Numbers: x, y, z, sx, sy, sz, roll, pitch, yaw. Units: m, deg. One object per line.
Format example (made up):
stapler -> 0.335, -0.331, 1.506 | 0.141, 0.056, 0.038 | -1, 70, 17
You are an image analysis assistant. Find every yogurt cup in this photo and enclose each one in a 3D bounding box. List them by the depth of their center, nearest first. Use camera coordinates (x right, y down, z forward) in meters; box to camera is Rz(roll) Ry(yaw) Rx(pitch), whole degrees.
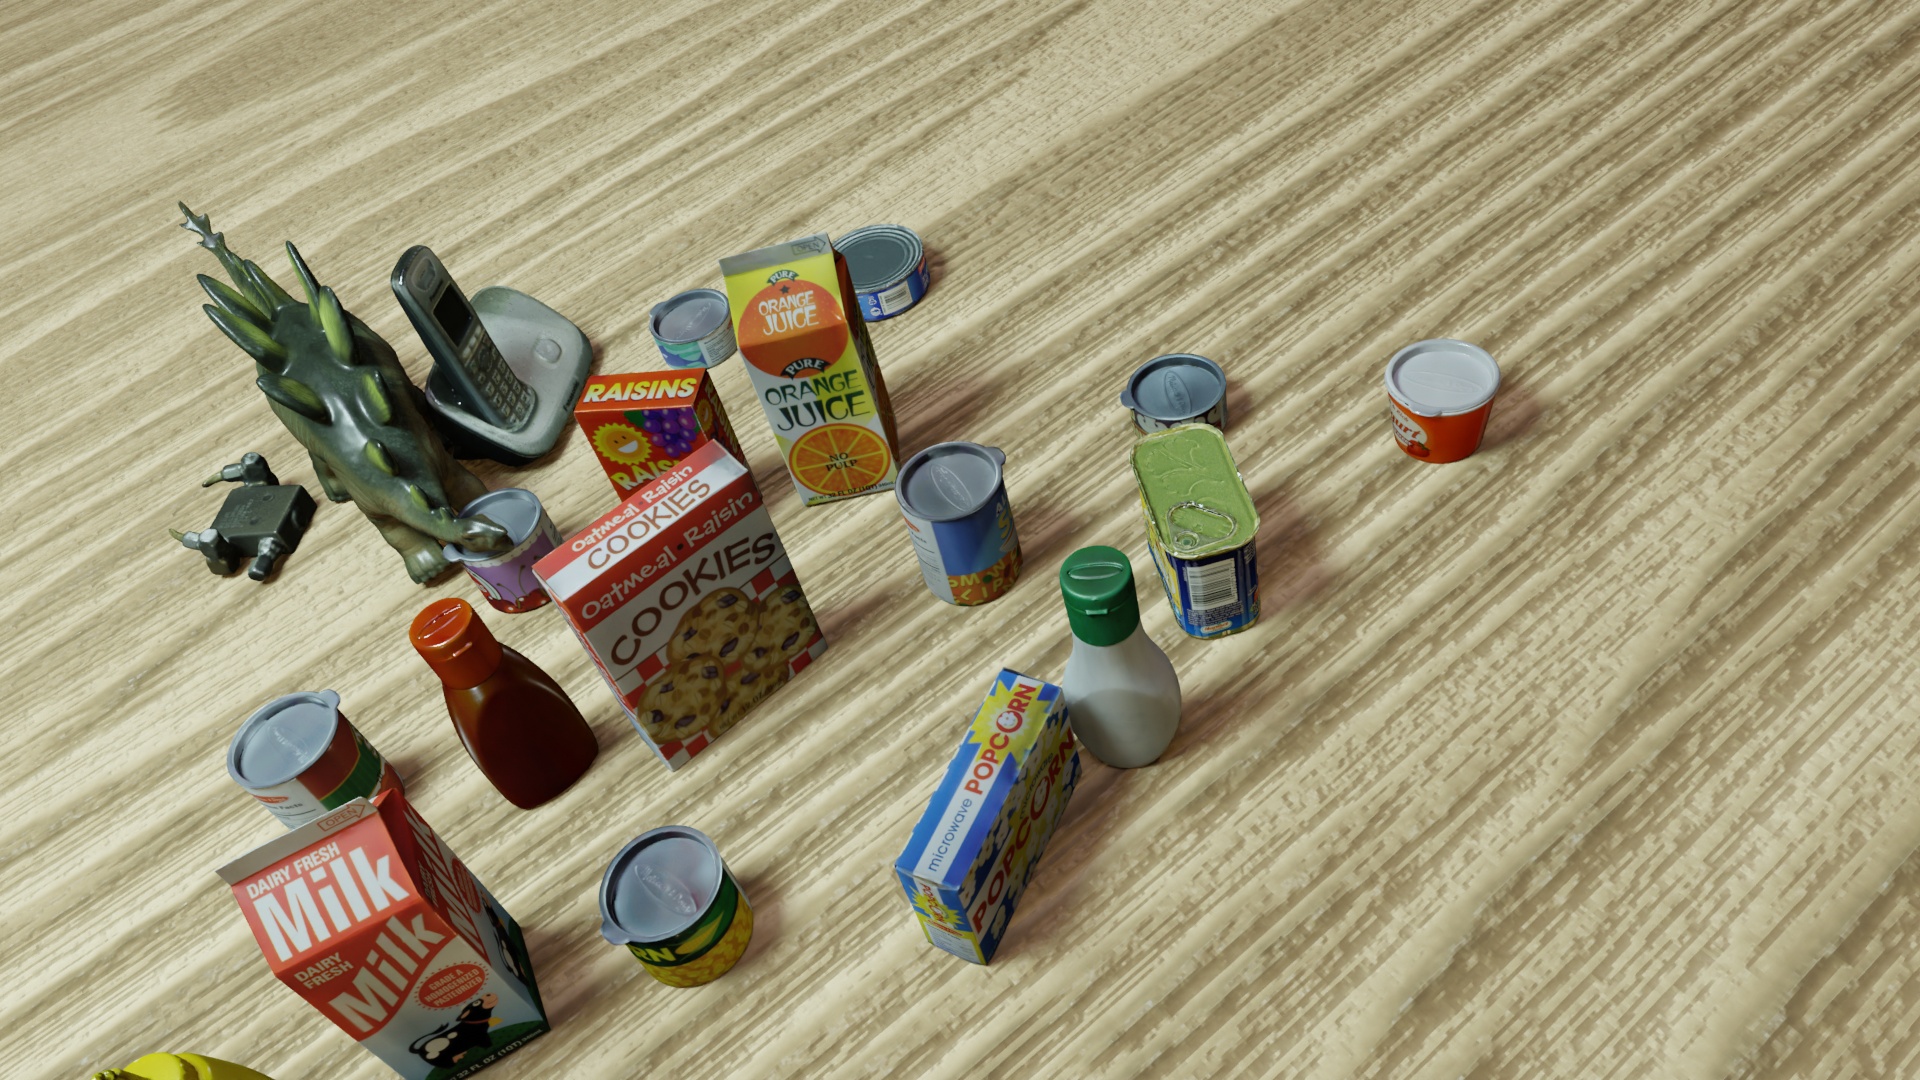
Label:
yogurt cup -> 0.302, -0.086, 0.873 | 0.072, 0.053, 0.073 | -8, 47, 8

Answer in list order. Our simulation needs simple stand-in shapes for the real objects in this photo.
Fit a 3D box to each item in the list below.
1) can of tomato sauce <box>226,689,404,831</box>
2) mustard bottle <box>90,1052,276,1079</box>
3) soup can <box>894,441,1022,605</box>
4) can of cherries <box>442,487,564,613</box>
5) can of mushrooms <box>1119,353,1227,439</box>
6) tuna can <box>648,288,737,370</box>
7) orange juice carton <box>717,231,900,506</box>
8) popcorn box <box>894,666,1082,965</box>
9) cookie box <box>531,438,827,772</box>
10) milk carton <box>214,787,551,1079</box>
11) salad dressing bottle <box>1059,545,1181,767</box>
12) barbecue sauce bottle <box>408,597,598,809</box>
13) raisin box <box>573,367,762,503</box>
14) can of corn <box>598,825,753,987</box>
can of tomato sauce -> -0.382, 0.139, 0.832 | 0.071, 0.082, 0.071 | -8, 47, 8
mustard bottle -> -0.350, 0.275, 0.648 | 0.049, 0.159, 0.065 | 28, 61, 34
soup can -> 0.003, -0.011, 0.865 | 0.071, 0.083, 0.072 | -8, 47, 8
can of cherries -> -0.308, 0.008, 0.948 | 0.071, 0.058, 0.072 | -8, 47, 8
can of mushrooms -> 0.144, -0.092, 0.936 | 0.071, 0.033, 0.071 | -8, 47, 8
tuna can -> -0.211, -0.167, 1.099 | 0.071, 0.032, 0.071 | -8, 47, 8
orange juice carton -> -0.096, -0.117, 0.913 | 0.072, 0.191, 0.073 | -12, 47, 5
popcorn box -> 0.018, 0.143, 0.721 | 0.038, 0.084, 0.127 | 14, 53, 26
cookie box -> -0.156, 0.040, 0.804 | 0.123, 0.166, 0.040 | -38, 50, -19
milk carton -> -0.280, 0.191, 0.684 | 0.072, 0.189, 0.074 | -28, 48, -10
salad dressing bottle -> 0.081, 0.063, 0.733 | 0.064, 0.147, 0.044 | -4, 48, 12
barbecue sauce bottle -> -0.264, 0.092, 0.798 | 0.065, 0.147, 0.044 | -39, 51, -20
raisin box -> -0.193, -0.057, 0.932 | 0.086, 0.122, 0.040 | -2, 49, 14
can of corn -> -0.151, 0.196, 0.735 | 0.071, 0.058, 0.071 | -8, 47, 8
